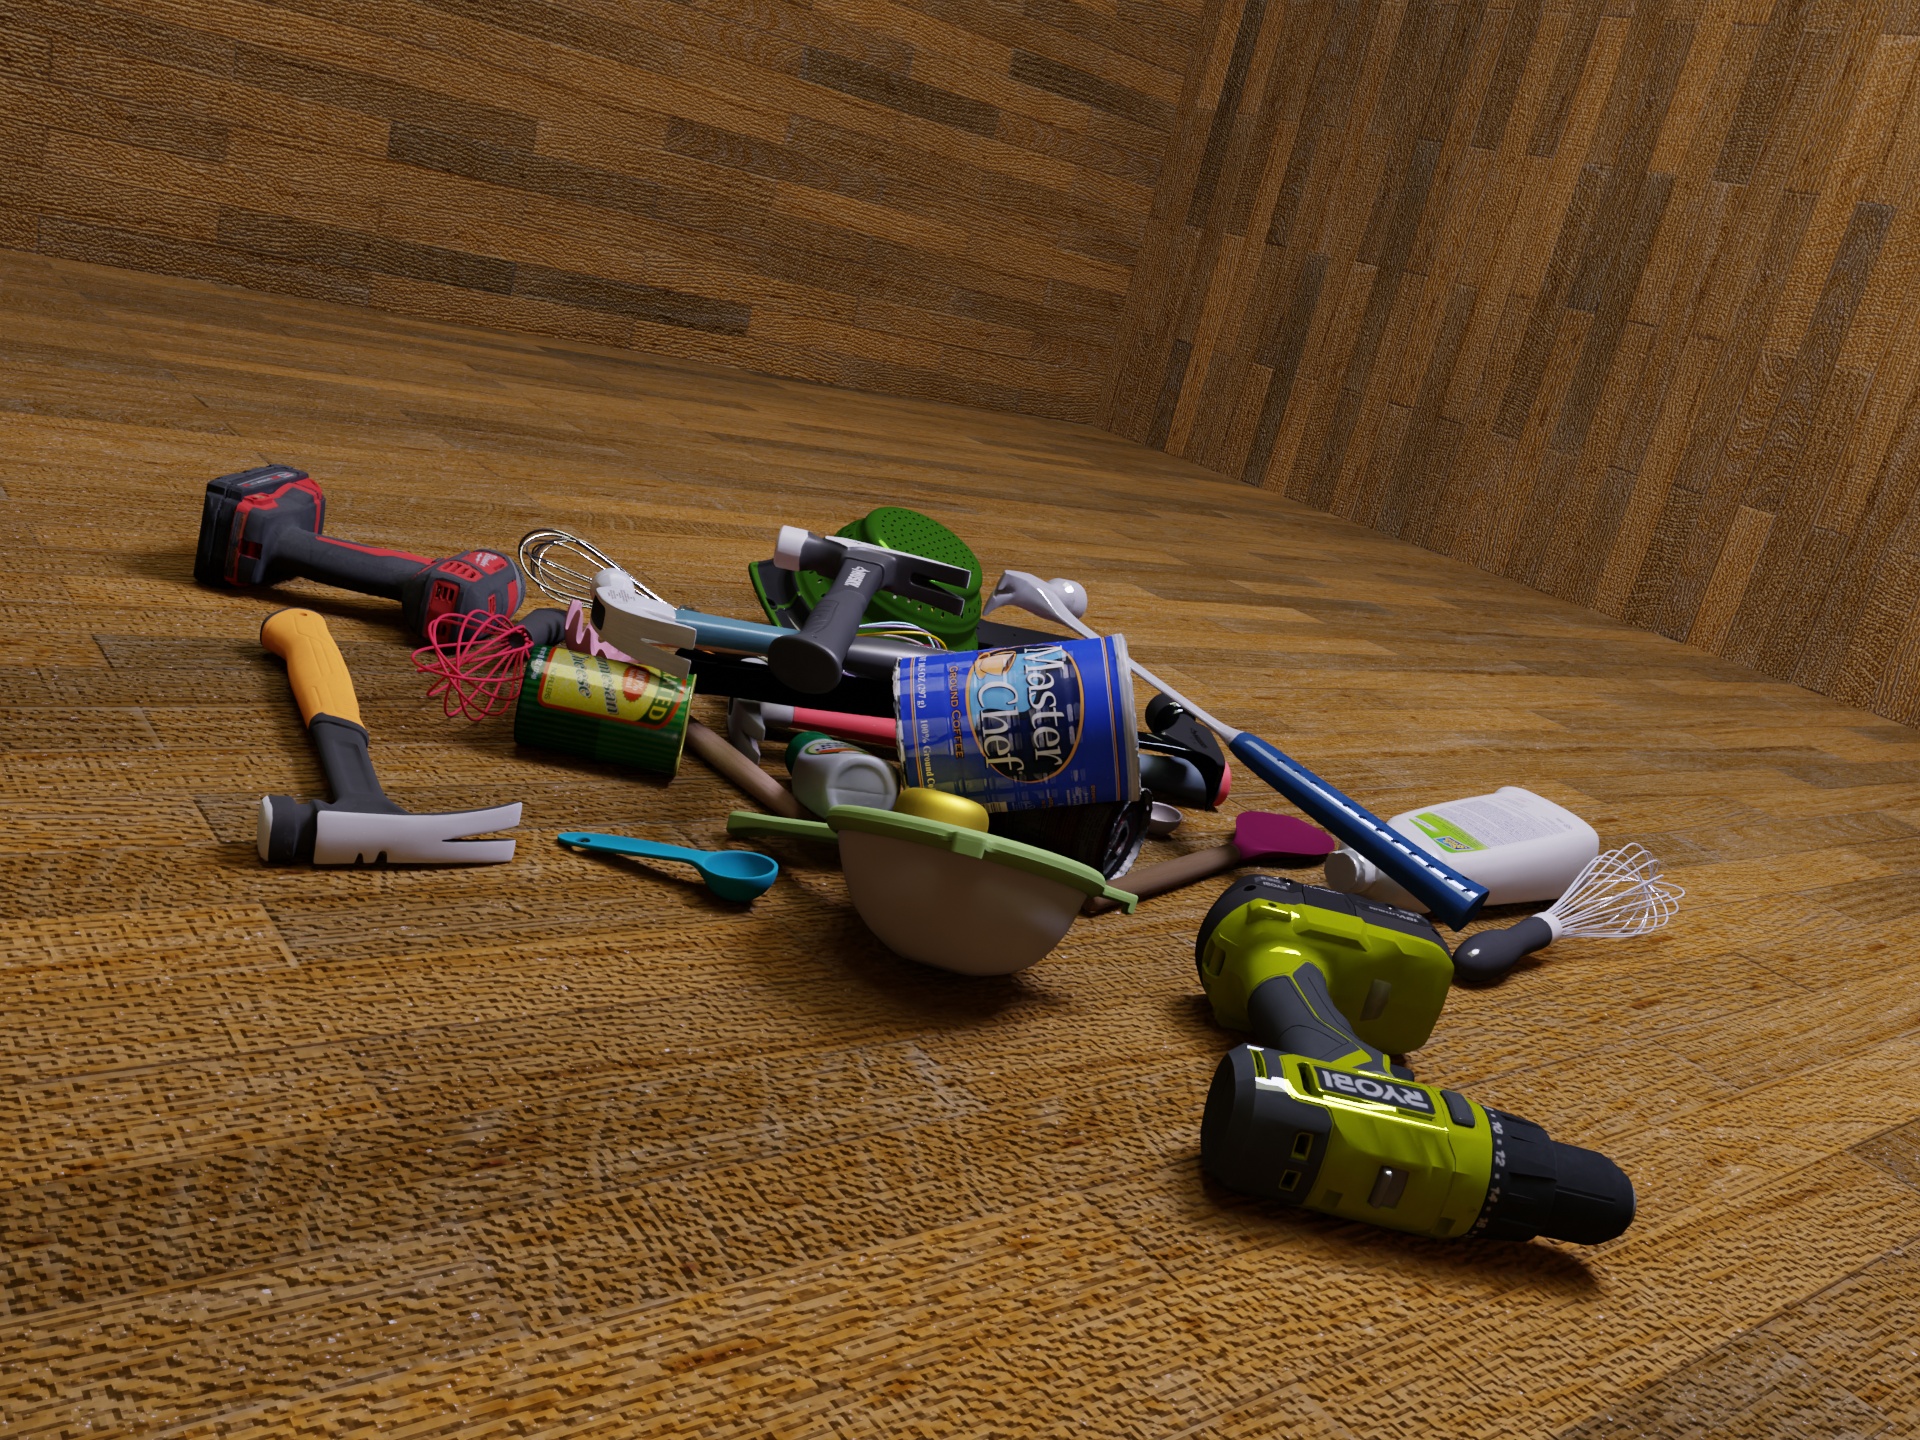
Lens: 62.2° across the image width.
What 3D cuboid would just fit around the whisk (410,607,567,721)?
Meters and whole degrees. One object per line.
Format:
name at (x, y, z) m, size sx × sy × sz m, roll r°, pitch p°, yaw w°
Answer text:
whisk at (-0.314, -0.052, 1.110) m, size 0.073 × 0.073 × 0.296 m, roll 13°, pitch 10°, yaw -3°

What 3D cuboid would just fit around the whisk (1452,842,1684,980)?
whisk at (0.417, 0.138, 1.100) m, size 0.284 × 0.070 × 0.070 m, roll -9°, pitch 28°, yaw -42°

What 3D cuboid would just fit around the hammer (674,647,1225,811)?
hammer at (-0.002, -0.004, 1.118) m, size 0.408 × 0.036 × 0.149 m, roll 8°, pitch 22°, yaw -17°

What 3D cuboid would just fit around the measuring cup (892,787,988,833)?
measuring cup at (0.014, 0.068, 0.951) m, size 0.062 × 0.029 × 0.156 m, roll 8°, pitch -9°, yaw 33°

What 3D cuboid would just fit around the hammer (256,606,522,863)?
hammer at (-0.360, -0.001, 0.935) m, size 0.127 × 0.034 × 0.337 m, roll 3°, pitch 20°, yaw -31°

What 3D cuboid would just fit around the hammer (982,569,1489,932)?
hammer at (0.181, 0.009, 1.099) m, size 0.406 × 0.035 × 0.144 m, roll 38°, pitch 17°, yaw 26°

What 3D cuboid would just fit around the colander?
colander at (0.015, -0.103, 1.378) m, size 0.396 × 0.094 × 0.205 m, roll 8°, pitch 39°, yaw -38°

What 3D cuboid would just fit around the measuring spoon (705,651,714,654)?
measuring spoon at (-0.159, -0.050, 1.297) m, size 0.117 × 0.011 × 0.021 m, roll 14°, pitch 17°, yaw 0°

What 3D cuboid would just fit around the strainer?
strainer at (-0.044, 0.092, 0.864) m, size 0.256 × 0.069 × 0.151 m, roll 4°, pitch -14°, yaw 41°

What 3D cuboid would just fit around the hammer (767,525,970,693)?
hammer at (-0.072, -0.073, 1.050) m, size 0.146 × 0.035 × 0.335 m, roll 13°, pitch 16°, yaw -1°

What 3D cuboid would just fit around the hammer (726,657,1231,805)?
hammer at (0.023, 0.024, 1.166) m, size 0.386 × 0.038 × 0.143 m, roll 10°, pitch 19°, yaw -15°

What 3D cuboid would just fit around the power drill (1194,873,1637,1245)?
power drill at (0.209, 0.170, 0.787) m, size 0.190 × 0.080 × 0.229 m, roll 13°, pitch 19°, yaw -3°

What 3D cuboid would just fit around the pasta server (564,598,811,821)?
pasta server at (-0.191, -0.007, 1.090) m, size 0.316 × 0.040 × 0.060 m, roll 33°, pitch 2°, yaw 43°

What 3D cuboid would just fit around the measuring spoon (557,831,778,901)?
measuring spoon at (-0.163, 0.081, 0.876) m, size 0.128 × 0.021 × 0.042 m, roll 8°, pitch 15°, yaw 12°

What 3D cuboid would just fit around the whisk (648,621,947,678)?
whisk at (-0.122, -0.060, 1.204) m, size 0.244 × 0.051 × 0.047 m, roll 5°, pitch -12°, yaw -25°

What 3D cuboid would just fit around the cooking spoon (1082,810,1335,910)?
cooking spoon at (0.173, 0.096, 1.091) m, size 0.069 × 0.017 × 0.318 m, roll 29°, pitch 22°, yaw 32°

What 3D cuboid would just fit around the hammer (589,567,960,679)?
hammer at (-0.081, -0.047, 1.075) m, size 0.331 × 0.033 × 0.128 m, roll 9°, pitch 18°, yaw -18°

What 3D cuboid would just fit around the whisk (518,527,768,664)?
whisk at (-0.228, -0.083, 1.235) m, size 0.246 × 0.059 × 0.058 m, roll 25°, pitch 40°, yaw -10°

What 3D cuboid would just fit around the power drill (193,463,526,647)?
power drill at (-0.438, -0.119, 1.190) m, size 0.219 × 0.078 × 0.143 m, roll 17°, pitch 17°, yaw 0°

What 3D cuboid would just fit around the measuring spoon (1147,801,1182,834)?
measuring spoon at (0.102, 0.075, 1.117) m, size 0.124 × 0.018 × 0.034 m, roll -4°, pitch 24°, yaw -29°
